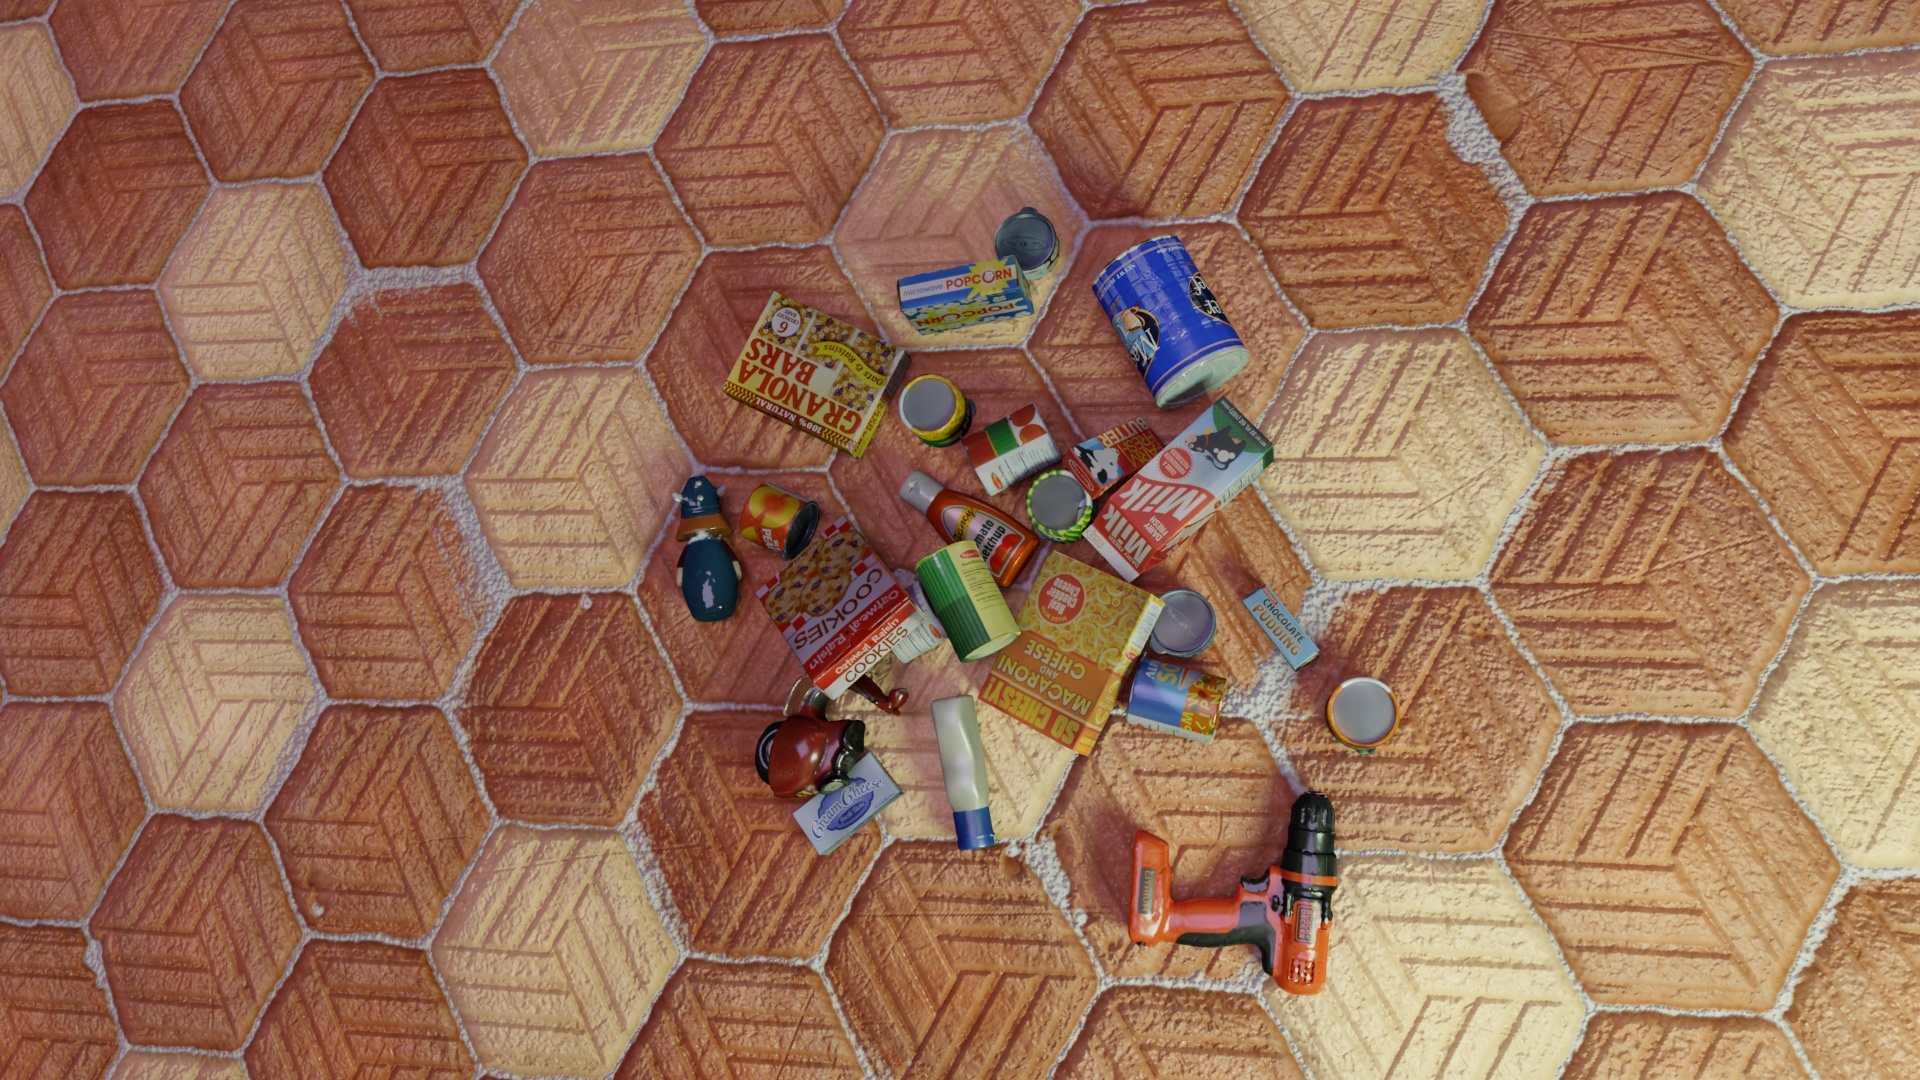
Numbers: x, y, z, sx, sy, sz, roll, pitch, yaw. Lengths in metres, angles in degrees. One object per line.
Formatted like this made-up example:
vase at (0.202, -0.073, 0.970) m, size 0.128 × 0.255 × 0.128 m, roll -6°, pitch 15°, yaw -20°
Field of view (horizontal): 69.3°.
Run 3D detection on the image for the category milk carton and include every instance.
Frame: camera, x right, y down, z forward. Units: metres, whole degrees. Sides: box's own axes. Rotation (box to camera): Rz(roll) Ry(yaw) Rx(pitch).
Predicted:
milk carton at (0.212, -0.046, 1.361) m, size 0.190 × 0.073 × 0.072 m, roll -43°, pitch 74°, yaw 3°

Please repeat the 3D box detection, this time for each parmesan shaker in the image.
parmesan shaker at (0.005, 0.061, 1.354) m, size 0.071 × 0.071 × 0.103 m, roll -28°, pitch 74°, yaw 7°

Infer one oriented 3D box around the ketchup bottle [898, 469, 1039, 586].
ketchup bottle at (0.005, -0.018, 1.418) m, size 0.149 × 0.043 × 0.064 m, roll 35°, pitch 96°, yaw 17°

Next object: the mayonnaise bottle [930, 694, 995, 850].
mayonnaise bottle at (0.003, 0.227, 1.365) m, size 0.041 × 0.065 × 0.148 m, roll -12°, pitch 81°, yaw 14°

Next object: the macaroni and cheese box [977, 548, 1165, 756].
macaroni and cheese box at (0.107, 0.108, 1.357) m, size 0.124 × 0.040 × 0.166 m, roll 25°, pitch 87°, yaw 35°

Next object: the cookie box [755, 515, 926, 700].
cookie box at (-0.123, 0.064, 1.387) m, size 0.123 × 0.040 × 0.168 m, roll -42°, pitch 41°, yaw -1°

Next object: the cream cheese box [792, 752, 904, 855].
cream cheese box at (-0.114, 0.266, 1.402) m, size 0.104 × 0.024 × 0.053 m, roll -39°, pitch 73°, yaw 3°

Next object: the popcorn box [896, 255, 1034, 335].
popcorn box at (0.006, -0.252, 1.438) m, size 0.127 × 0.085 × 0.038 m, roll -9°, pitch 78°, yaw 11°

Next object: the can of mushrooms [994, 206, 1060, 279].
can of mushrooms at (0.071, -0.312, 1.462) m, size 0.071 × 0.033 × 0.071 m, roll -2°, pitch 80°, yaw 13°

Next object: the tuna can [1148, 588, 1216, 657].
tuna can at (0.215, 0.083, 1.357) m, size 0.071 × 0.033 × 0.071 m, roll -2°, pitch 79°, yaw 12°

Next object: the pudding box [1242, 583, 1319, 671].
pudding box at (0.307, 0.084, 1.328) m, size 0.030 × 0.049 × 0.084 m, roll -37°, pitch 75°, yaw 6°

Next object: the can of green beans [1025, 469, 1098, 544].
can of green beans at (0.102, -0.033, 1.391) m, size 0.071 × 0.058 × 0.071 m, roll -2°, pitch 80°, yaw 13°

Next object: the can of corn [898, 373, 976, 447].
can of corn at (-0.024, -0.135, 1.438) m, size 0.071 × 0.058 × 0.071 m, roll -2°, pitch 80°, yaw 12°

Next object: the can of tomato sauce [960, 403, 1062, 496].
can of tomato sauce at (0.051, -0.094, 1.410) m, size 0.083 × 0.071 × 0.071 m, roll -27°, pitch 76°, yaw 6°

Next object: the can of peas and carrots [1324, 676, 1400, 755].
can of peas and carrots at (0.374, 0.164, 1.294) m, size 0.071 × 0.058 × 0.071 m, roll -2°, pitch 80°, yaw 13°

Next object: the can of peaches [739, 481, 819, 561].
can of peaches at (-0.190, -0.019, 1.449) m, size 0.058 × 0.071 × 0.071 m, roll 24°, pitch 86°, yaw 16°

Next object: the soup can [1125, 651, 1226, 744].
soup can at (0.207, 0.151, 1.329) m, size 0.084 × 0.071 × 0.071 m, roll 13°, pitch 83°, yaw 14°

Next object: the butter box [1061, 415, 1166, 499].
butter box at (0.156, -0.083, 1.376) m, size 0.104 × 0.024 × 0.053 m, roll -25°, pitch 70°, yaw -33°

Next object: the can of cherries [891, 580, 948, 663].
can of cherries at (-0.048, 0.081, 1.402) m, size 0.058 × 0.071 × 0.071 m, roll -32°, pitch 75°, yaw 7°

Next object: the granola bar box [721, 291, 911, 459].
granola bar box at (-0.153, -0.177, 1.484) m, size 0.166 × 0.039 × 0.124 m, roll 26°, pitch 86°, yaw 15°
